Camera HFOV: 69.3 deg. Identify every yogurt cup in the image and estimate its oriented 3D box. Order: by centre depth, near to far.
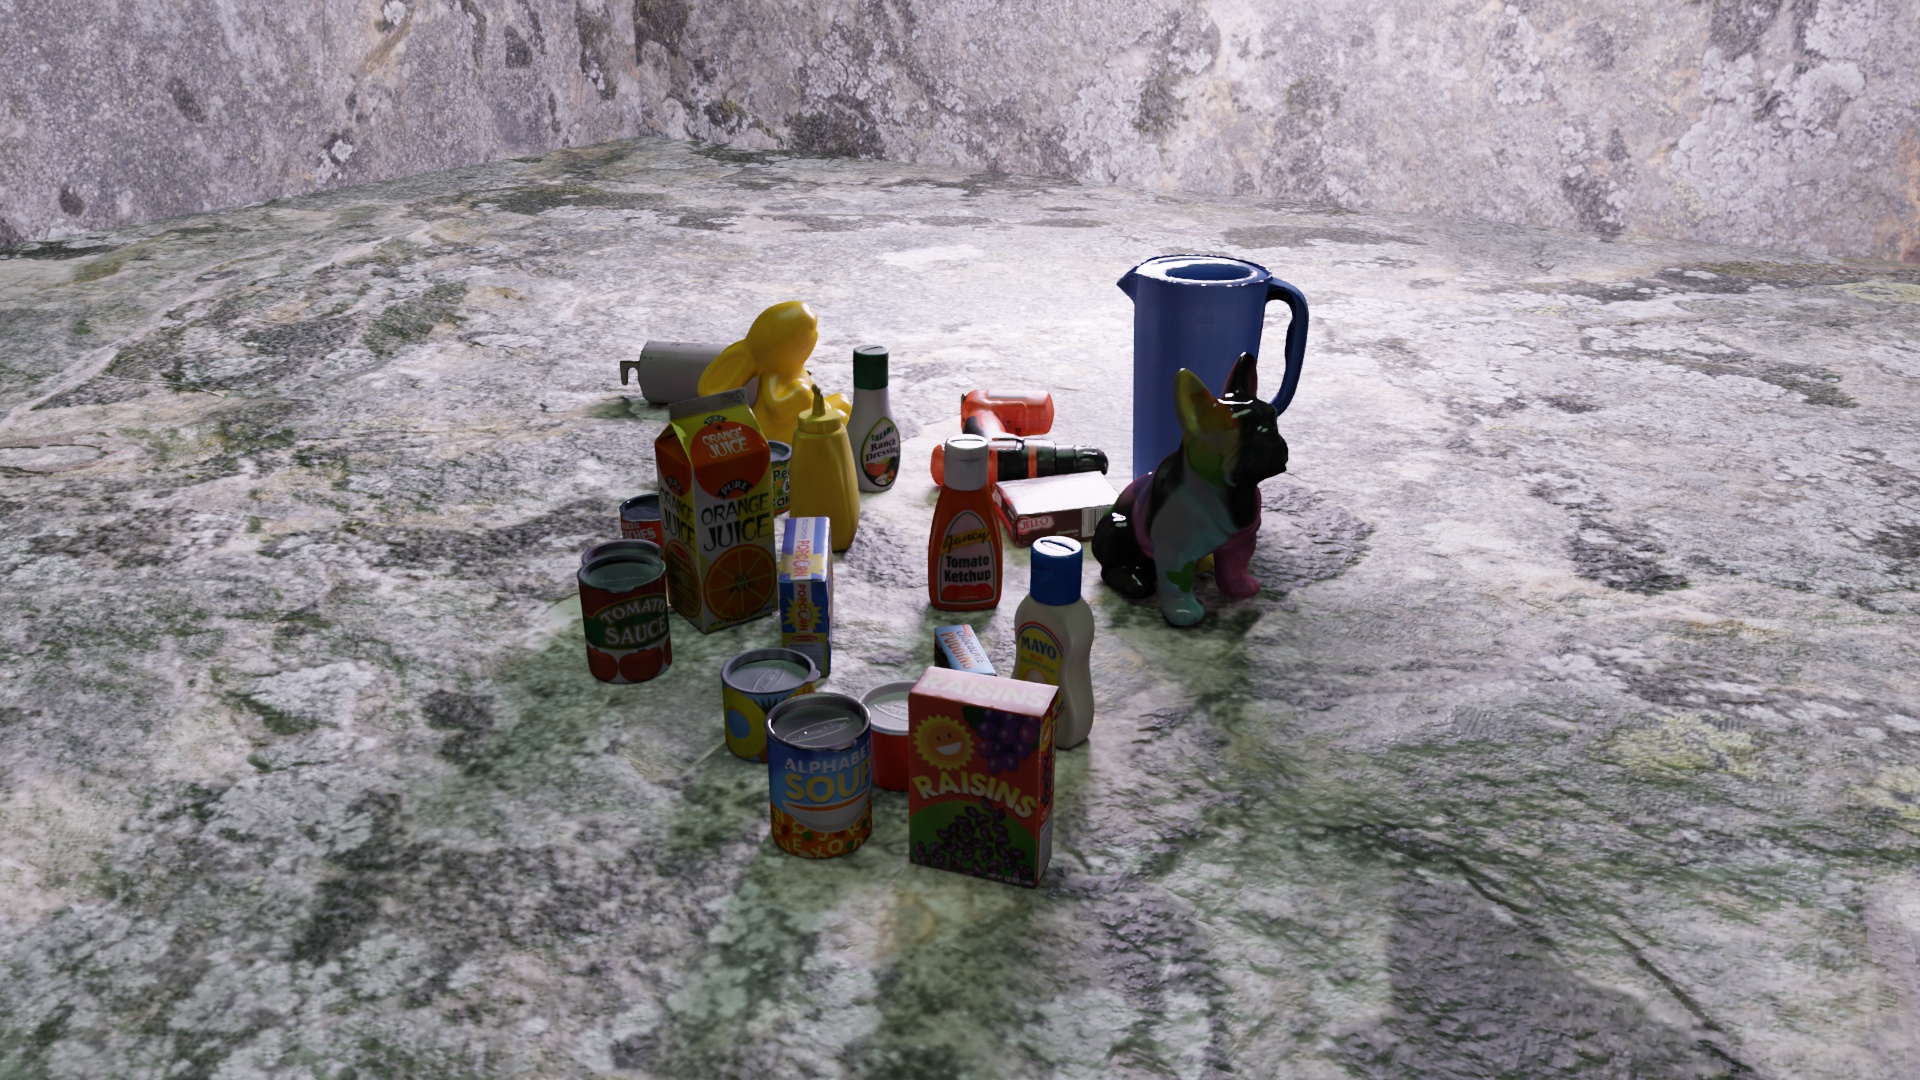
[{"bbox_3d":[-0.038,0.135,0.952,0.072,0.053,0.073,0,24,0],"label":"yogurt cup"}]

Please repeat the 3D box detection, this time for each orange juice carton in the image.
[{"bbox_3d":[-0.203,-0.029,1.149,0.072,0.191,0.073,-16,29,-33],"label":"orange juice carton"}]

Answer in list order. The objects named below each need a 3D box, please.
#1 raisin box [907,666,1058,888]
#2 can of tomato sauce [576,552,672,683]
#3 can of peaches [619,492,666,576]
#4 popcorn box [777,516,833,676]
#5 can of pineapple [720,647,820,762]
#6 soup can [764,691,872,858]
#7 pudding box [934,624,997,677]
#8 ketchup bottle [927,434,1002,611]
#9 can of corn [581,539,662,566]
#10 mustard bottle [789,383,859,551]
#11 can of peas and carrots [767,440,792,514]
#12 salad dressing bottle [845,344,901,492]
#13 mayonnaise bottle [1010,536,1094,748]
[{"bbox_3d":[0.014,0.144,0.849,0.086,0.122,0.040,8,25,17],"label":"raisin box"},{"bbox_3d":[-0.259,0.061,1.080,0.071,0.082,0.071,0,24,0],"label":"can of tomato sauce"},{"bbox_3d":[-0.275,-0.004,1.257,0.071,0.057,0.071,0,24,0],"label":"can of peaches"},{"bbox_3d":[-0.123,0.043,1.119,0.038,0.084,0.127,-1,24,-3],"label":"popcorn box"},{"bbox_3d":[-0.134,0.117,0.987,0.071,0.057,0.071,0,24,0],"label":"can of pineapple"},{"bbox_3d":[-0.088,0.150,0.881,0.071,0.083,0.071,0,24,0],"label":"soup can"},{"bbox_3d":[0.003,0.102,1.033,0.030,0.049,0.084,-5,25,-13],"label":"pudding box"},{"bbox_3d":[0.004,-0.015,1.173,0.065,0.148,0.044,-2,24,-5],"label":"ketchup bottle"},{"bbox_3d":[-0.279,0.039,1.159,0.071,0.058,0.071,0,24,0],"label":"can of corn"},{"bbox_3d":[-0.127,-0.069,1.280,0.065,0.159,0.049,2,24,4],"label":"mustard bottle"},{"bbox_3d":[-0.197,-0.062,1.387,0.071,0.058,0.071,0,24,0],"label":"can of peas and carrots"},{"bbox_3d":[-0.091,-0.125,1.420,0.064,0.147,0.044,-19,30,-37],"label":"salad dressing bottle"},{"bbox_3d":[0.065,0.071,0.983,0.065,0.147,0.041,18,29,35],"label":"mayonnaise bottle"}]
